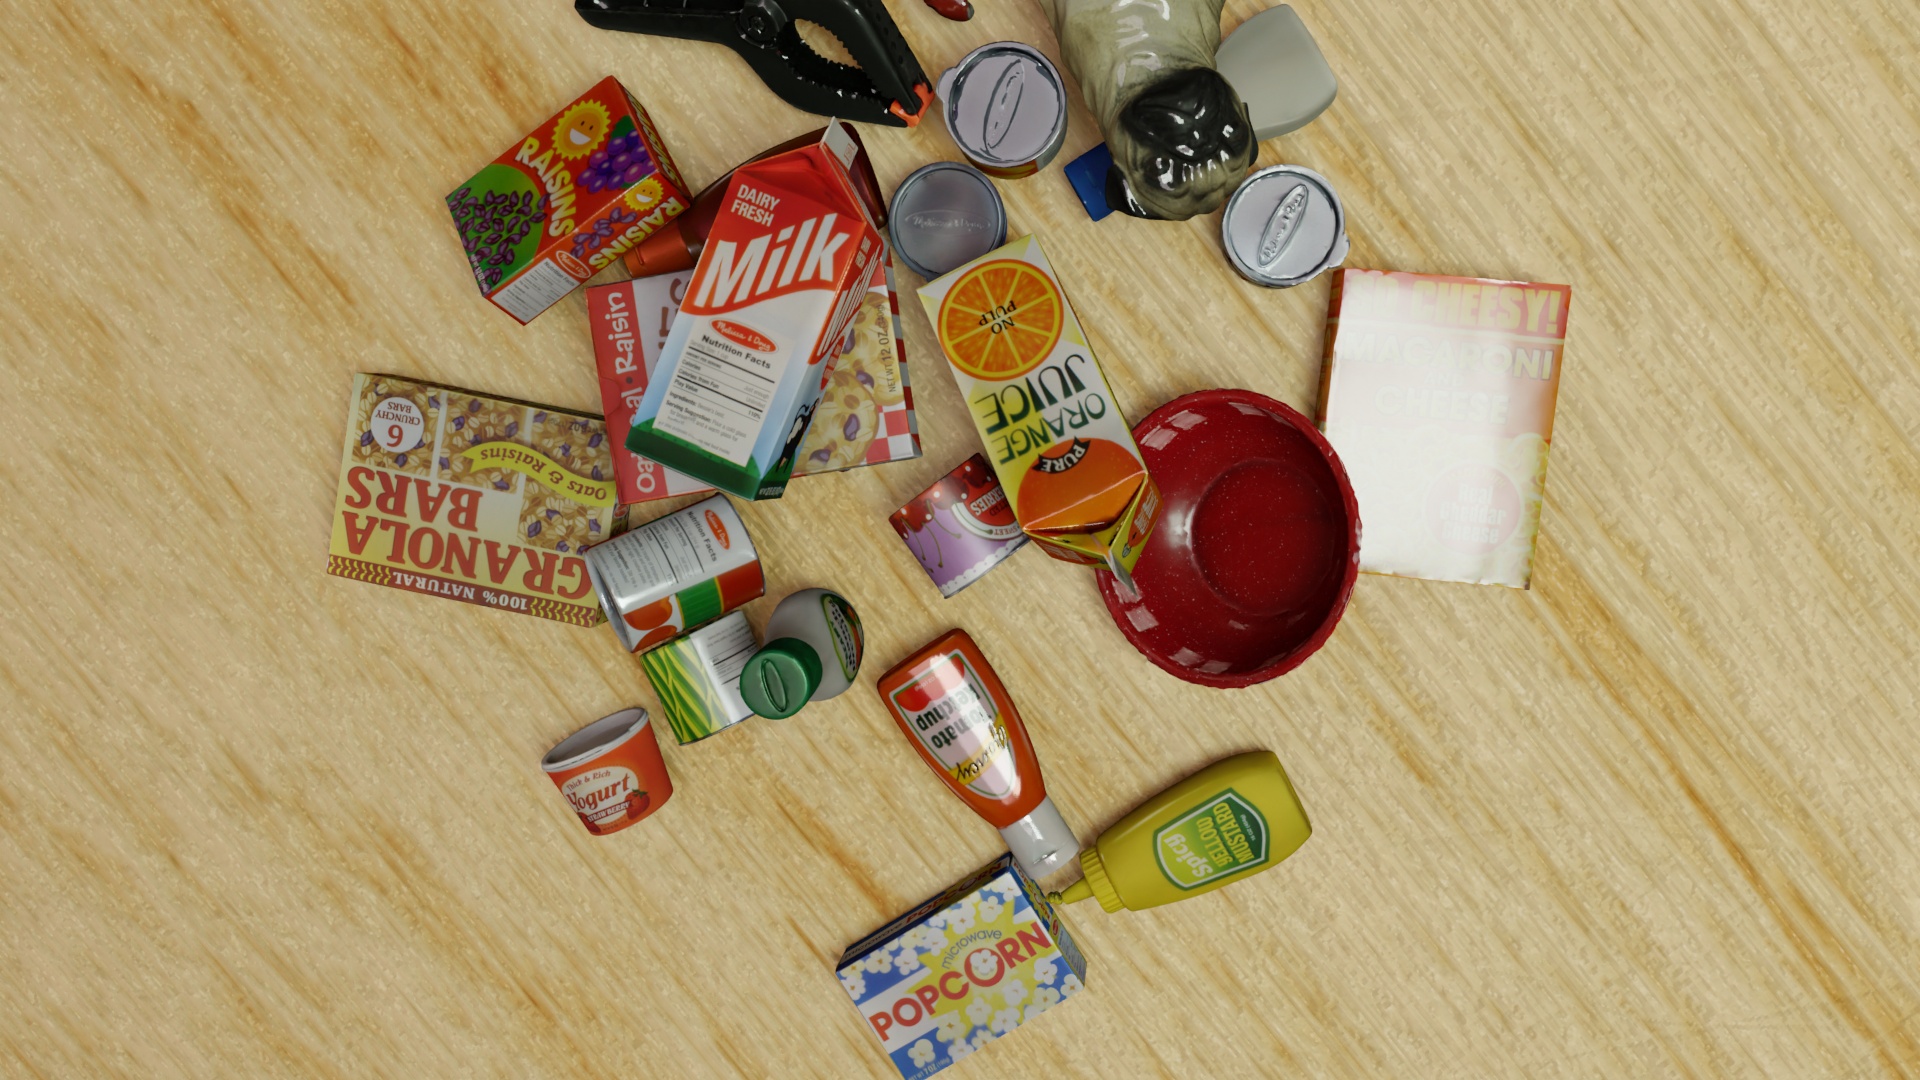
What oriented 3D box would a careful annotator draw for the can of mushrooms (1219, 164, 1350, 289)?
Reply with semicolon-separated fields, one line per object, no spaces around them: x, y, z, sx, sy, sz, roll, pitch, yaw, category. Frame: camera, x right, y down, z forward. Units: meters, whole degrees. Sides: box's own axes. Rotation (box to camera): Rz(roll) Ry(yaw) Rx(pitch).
0.180;-0.172;0.773;0.071;0.033;0.071;1;96;5;can of mushrooms

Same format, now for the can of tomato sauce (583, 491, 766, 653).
-0.163;0.019;0.795;0.083;0.071;0.071;-25;94;-21;can of tomato sauce

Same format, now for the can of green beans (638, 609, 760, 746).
-0.147;0.080;0.814;0.071;0.071;0.058;-24;93;8;can of green beans

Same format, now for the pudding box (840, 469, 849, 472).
-0.079;-0.086;0.808;0.050;0.030;0.083;15;97;4;pudding box

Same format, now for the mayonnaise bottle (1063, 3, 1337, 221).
0.129;-0.230;0.768;0.148;0.041;0.065;-30;86;9;mayonnaise bottle

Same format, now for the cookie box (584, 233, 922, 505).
-0.114;-0.093;0.771;0.167;0.040;0.123;-9;92;5;cookie box

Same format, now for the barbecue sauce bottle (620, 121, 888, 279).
-0.120;-0.184;0.794;0.148;0.044;0.065;-19;94;8;barbecue sauce bottle

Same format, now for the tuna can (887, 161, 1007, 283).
-0.007;-0.177;0.789;0.071;0.033;0.071;1;96;5;tuna can

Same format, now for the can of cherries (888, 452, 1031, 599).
0.003;-0.010;0.789;0.071;0.071;0.058;-35;91;8;can of cherries

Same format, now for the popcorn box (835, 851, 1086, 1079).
0.000;0.257;0.834;0.126;0.038;0.085;-32;92;8;popcorn box

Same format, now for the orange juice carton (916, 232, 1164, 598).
0.051;-0.059;0.747;0.073;0.071;0.193;-26;72;8;orange juice carton

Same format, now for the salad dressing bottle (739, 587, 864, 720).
-0.087;0.064;0.765;0.044;0.148;0.064;-17;95;7;salad dressing bottle

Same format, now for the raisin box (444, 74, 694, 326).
-0.222;-0.192;0.788;0.123;0.040;0.086;-34;61;9;raisin box

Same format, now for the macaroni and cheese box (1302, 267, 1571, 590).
0.261;-0.063;0.774;0.124;0.040;0.166;6;97;5;macaroni and cheese box

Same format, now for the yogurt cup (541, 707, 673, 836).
-0.207;0.139;0.829;0.072;0.072;0.054;-22;102;7;yogurt cup

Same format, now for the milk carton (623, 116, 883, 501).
-0.095;-0.121;0.713;0.073;0.072;0.190;23;94;3;milk carton

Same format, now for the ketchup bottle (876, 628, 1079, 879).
0.015;0.128;0.816;0.064;0.043;0.148;-33;93;4;ketchup bottle

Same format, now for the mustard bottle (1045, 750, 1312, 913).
0.122;0.180;0.809;0.160;0.049;0.065;-28;92;7;mustard bottle

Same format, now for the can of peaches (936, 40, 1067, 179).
0.024;-0.237;0.768;0.071;0.058;0.071;1;97;6;can of peaches

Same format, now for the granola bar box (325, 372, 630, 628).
-0.282;-0.025;0.829;0.166;0.039;0.124;11;96;4;granola bar box
